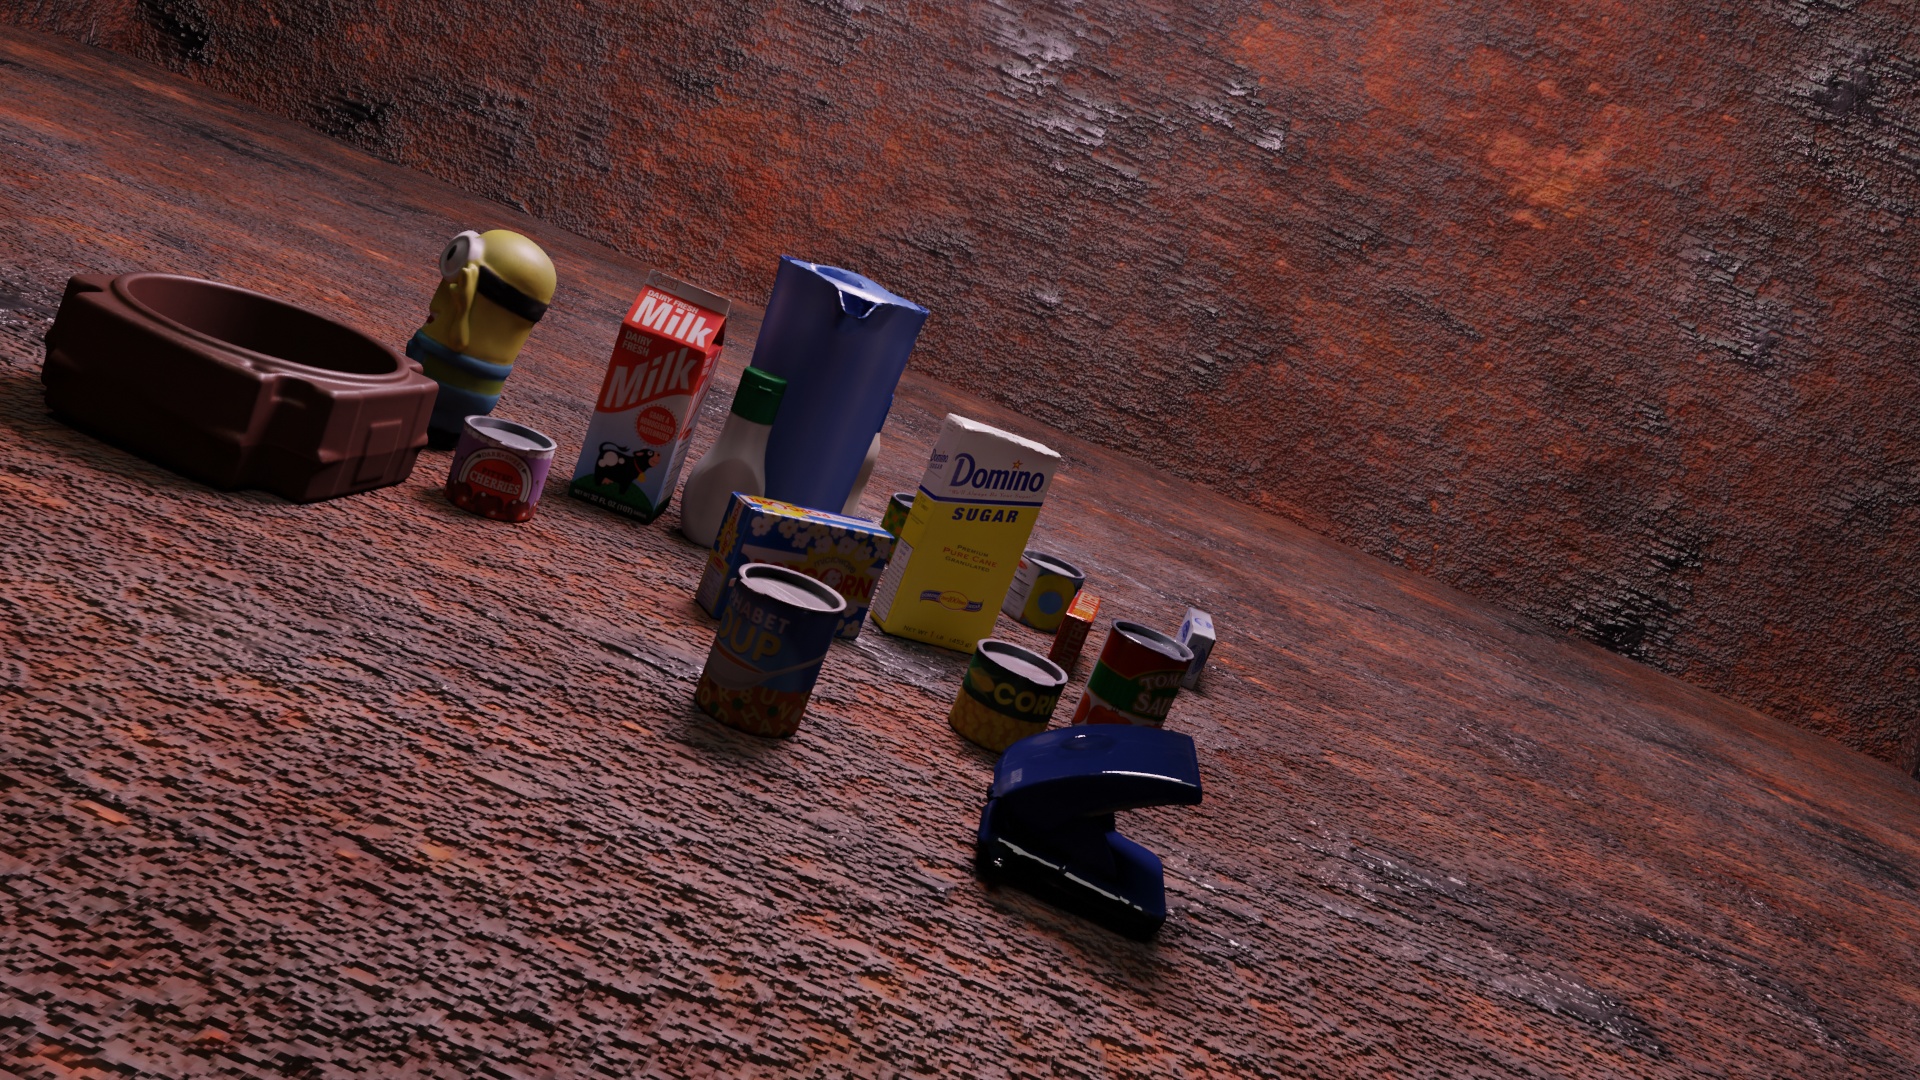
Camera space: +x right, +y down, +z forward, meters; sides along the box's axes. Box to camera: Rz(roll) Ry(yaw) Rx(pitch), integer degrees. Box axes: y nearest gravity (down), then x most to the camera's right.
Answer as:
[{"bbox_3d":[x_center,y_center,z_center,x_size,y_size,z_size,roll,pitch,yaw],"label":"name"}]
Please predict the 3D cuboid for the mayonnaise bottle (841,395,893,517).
[{"bbox_3d":[-0.105,-0.073,1.289,0.041,0.147,0.065,16,13,-28],"label":"mayonnaise bottle"}]

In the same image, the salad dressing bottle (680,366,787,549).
[{"bbox_3d":[-0.181,-0.066,1.125,0.064,0.147,0.044,18,12,-18],"label":"salad dressing bottle"}]

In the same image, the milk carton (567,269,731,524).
[{"bbox_3d":[-0.249,-0.118,1.130,0.072,0.190,0.073,21,11,-4],"label":"milk carton"}]

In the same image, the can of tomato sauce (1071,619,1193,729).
[{"bbox_3d":[0.130,0.111,1.042,0.071,0.083,0.071,21,11,-4],"label":"can of tomato sauce"}]

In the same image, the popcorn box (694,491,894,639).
[{"bbox_3d":[-0.118,0.020,1.006,0.127,0.085,0.038,12,15,-39],"label":"popcorn box"}]

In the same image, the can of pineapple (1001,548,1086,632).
[{"bbox_3d":[0.078,0.047,1.295,0.071,0.057,0.071,21,12,-4],"label":"can of pineapple"}]

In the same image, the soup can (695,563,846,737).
[{"bbox_3d":[-0.115,0.064,0.818,0.071,0.083,0.071,21,11,-4],"label":"soup can"}]

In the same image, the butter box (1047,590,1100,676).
[{"bbox_3d":[0.098,0.079,1.201,0.024,0.053,0.104,23,12,6],"label":"butter box"}]

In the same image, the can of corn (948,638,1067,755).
[{"bbox_3d":[0.033,0.108,0.944,0.071,0.058,0.071,21,12,-4],"label":"can of corn"}]

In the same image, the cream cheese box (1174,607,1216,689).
[{"bbox_3d":[0.219,0.101,1.315,0.024,0.053,0.104,22,12,3],"label":"cream cheese box"}]

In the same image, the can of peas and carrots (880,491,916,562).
[{"bbox_3d":[-0.045,-0.008,1.322,0.071,0.058,0.071,21,12,-4],"label":"can of peas and carrots"}]

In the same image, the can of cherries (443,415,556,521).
[{"bbox_3d":[-0.334,-0.052,1.006,0.071,0.058,0.071,21,12,-4],"label":"can of cherries"}]
